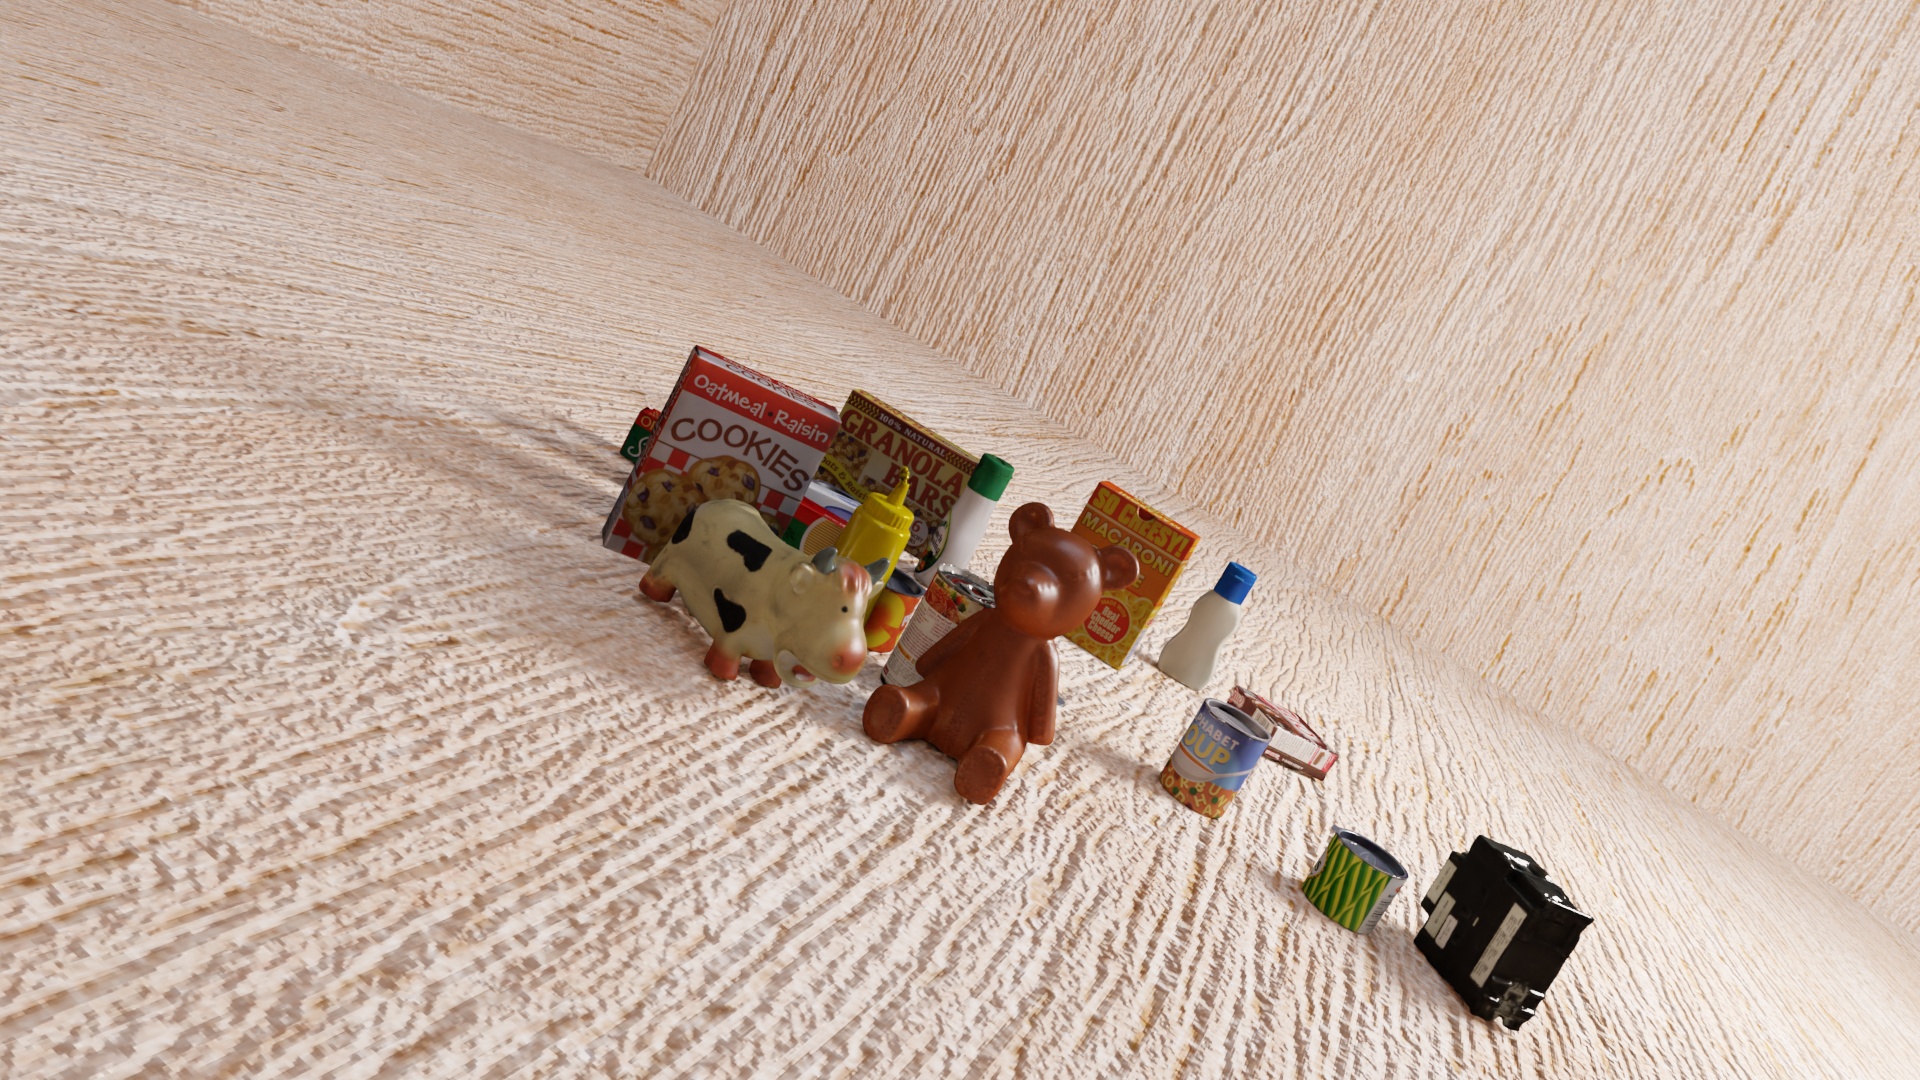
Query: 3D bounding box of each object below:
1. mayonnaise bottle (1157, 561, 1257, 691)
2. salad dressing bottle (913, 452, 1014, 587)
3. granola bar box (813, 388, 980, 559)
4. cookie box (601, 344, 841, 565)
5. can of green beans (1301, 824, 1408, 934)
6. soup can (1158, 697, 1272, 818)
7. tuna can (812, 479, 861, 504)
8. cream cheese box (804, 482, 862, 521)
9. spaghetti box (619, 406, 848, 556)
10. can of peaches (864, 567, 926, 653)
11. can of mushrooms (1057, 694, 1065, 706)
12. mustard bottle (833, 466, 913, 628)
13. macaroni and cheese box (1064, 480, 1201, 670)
[{"bbox_3d":[0.285,0.095,1.579,0.065,0.147,0.041,31,12,10],"label":"mayonnaise bottle"},{"bbox_3d":[0.005,-0.018,1.412,0.044,0.147,0.064,26,12,-15],"label":"salad dressing bottle"},{"bbox_3d":[-0.073,-0.071,1.508,0.166,0.124,0.039,31,12,9],"label":"granola bar box"},{"bbox_3d":[-0.185,-0.051,1.078,0.123,0.167,0.040,24,13,-23],"label":"cookie box"},{"bbox_3d":[0.323,0.279,1.139,0.071,0.057,0.071,28,12,-6],"label":"can of green beans"},{"bbox_3d":[0.219,0.189,1.210,0.071,0.083,0.071,28,12,-6],"label":"soup can"},{"bbox_3d":[-0.136,-0.034,1.433,0.071,0.032,0.071,28,12,-6],"label":"tuna can"},{"bbox_3d":[-0.120,-0.016,1.348,0.104,0.053,0.024,25,13,-18],"label":"cream cheese box"},{"bbox_3d":[-0.199,-0.042,1.285,0.250,0.050,0.029,30,12,5],"label":"spaghetti box"},{"bbox_3d":[-0.071,0.054,1.166,0.071,0.058,0.071,28,12,-6],"label":"can of peaches"},{"bbox_3d":[0.050,0.133,1.177,0.071,0.033,0.071,28,12,-6],"label":"can of mushrooms"},{"bbox_3d":[-0.075,0.015,1.075,0.049,0.160,0.065,26,12,-15],"label":"mustard bottle"},{"bbox_3d":[0.164,0.037,1.502,0.124,0.166,0.040,32,12,15],"label":"macaroni and cheese box"}]
